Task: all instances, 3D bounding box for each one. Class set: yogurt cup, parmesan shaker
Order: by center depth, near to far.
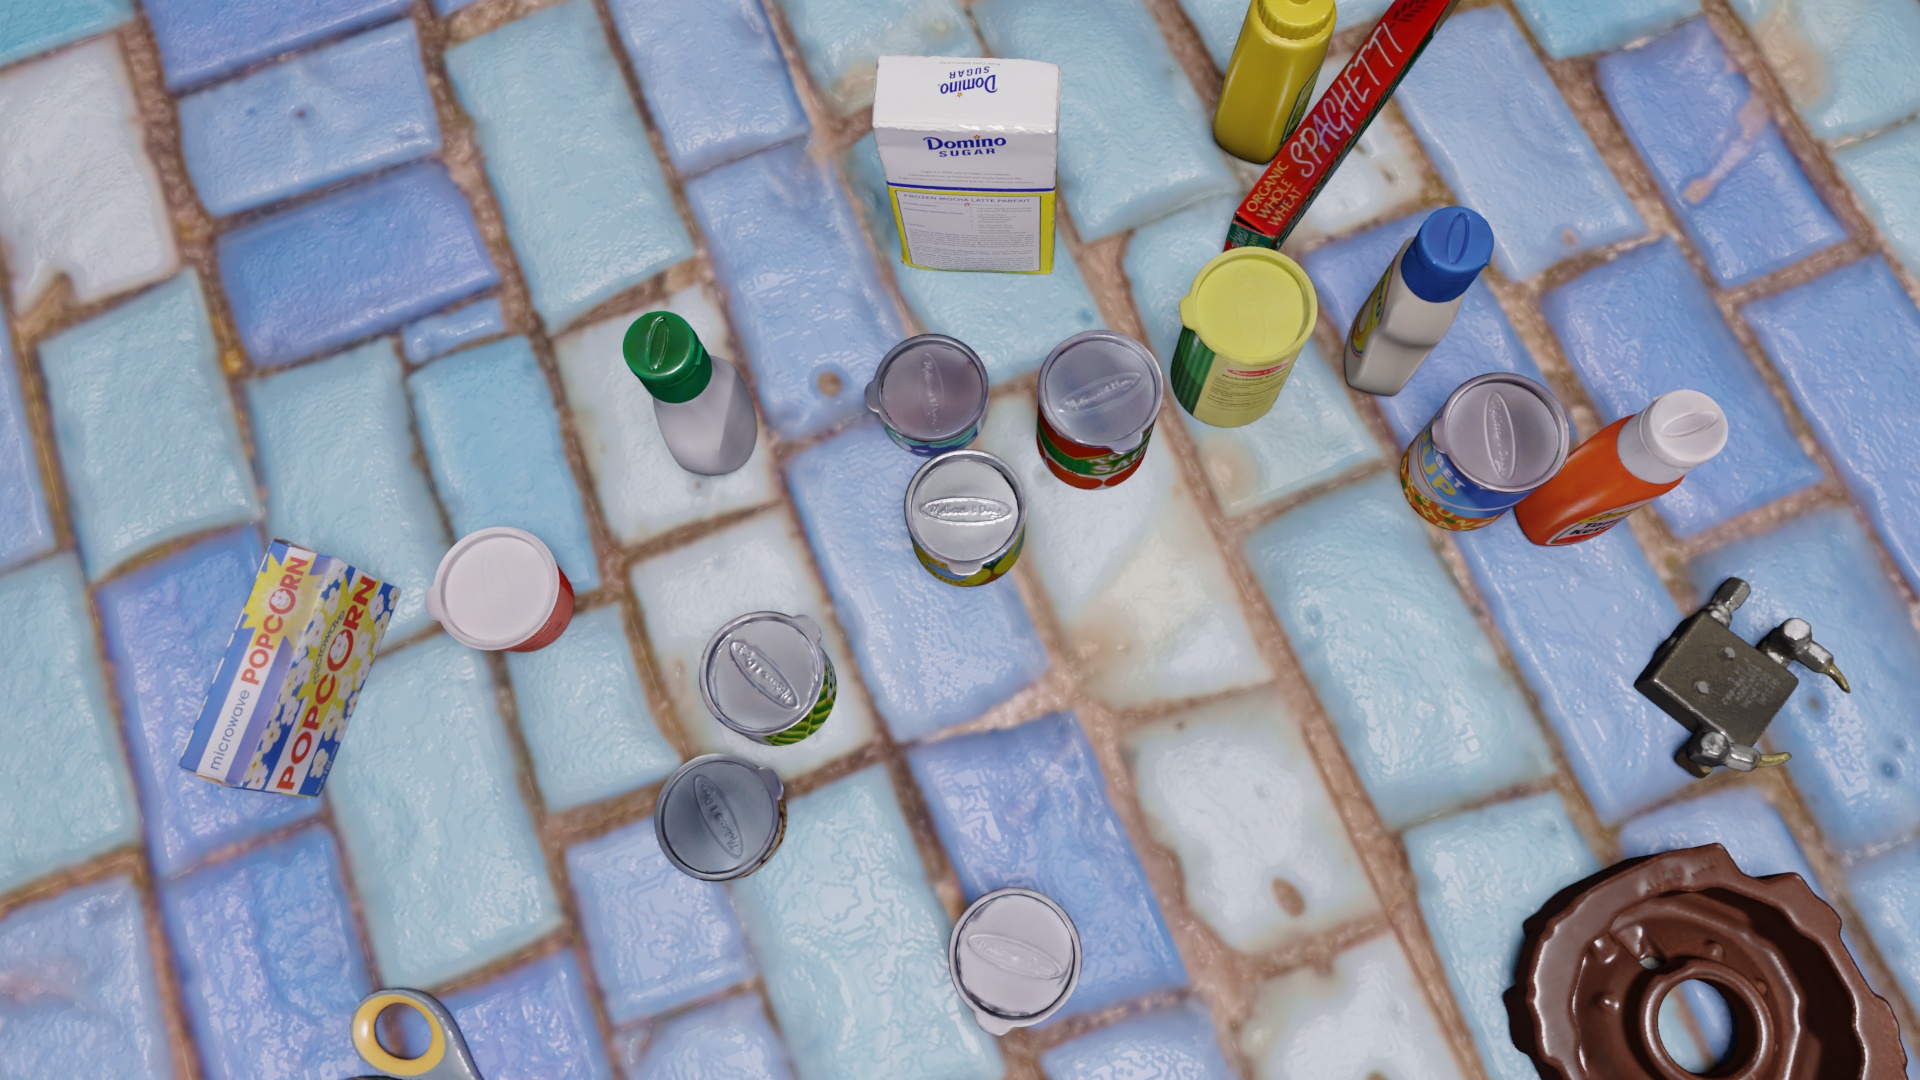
[{"bbox_3d":[0.150,-0.109,0.767,0.071,0.103,0.071,0,76,2],"label":"parmesan shaker"},{"bbox_3d":[-0.248,0.031,0.769,0.072,0.054,0.072,0,75,2],"label":"yogurt cup"}]

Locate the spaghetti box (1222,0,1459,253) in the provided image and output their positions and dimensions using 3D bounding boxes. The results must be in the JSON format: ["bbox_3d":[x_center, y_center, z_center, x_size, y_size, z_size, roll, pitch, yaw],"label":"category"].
[{"bbox_3d":[0.238,-0.267,0.833,0.029,0.050,0.250,35,79,10],"label":"spaghetti box"}]

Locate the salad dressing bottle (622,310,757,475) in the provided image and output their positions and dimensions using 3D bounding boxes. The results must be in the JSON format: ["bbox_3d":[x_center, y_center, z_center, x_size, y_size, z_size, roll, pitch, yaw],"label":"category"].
[{"bbox_3d":[-0.144,-0.078,0.746,0.044,0.147,0.064,7,76,4],"label":"salad dressing bottle"}]

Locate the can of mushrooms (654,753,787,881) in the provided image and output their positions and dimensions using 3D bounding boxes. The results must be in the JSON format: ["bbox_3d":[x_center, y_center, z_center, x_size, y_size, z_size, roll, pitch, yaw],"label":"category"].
[{"bbox_3d":[-0.125,0.147,0.744,0.071,0.033,0.071,0,75,2],"label":"can of mushrooms"}]

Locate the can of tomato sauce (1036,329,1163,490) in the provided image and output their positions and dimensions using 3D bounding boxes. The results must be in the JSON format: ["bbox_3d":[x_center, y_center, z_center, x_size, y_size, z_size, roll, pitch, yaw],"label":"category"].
[{"bbox_3d":[0.076,-0.068,0.769,0.071,0.083,0.071,0,76,2],"label":"can of tomato sauce"}]

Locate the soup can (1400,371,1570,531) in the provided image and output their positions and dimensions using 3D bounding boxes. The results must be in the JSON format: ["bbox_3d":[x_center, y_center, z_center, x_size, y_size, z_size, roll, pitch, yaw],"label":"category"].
[{"bbox_3d":[0.280,-0.046,0.756,0.071,0.083,0.071,0,76,2],"label":"soup can"}]

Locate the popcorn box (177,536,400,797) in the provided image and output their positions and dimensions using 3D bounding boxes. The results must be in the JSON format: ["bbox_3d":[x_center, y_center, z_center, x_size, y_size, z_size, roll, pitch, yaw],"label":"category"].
[{"bbox_3d":[-0.357,0.071,0.746,0.038,0.085,0.127,15,76,6],"label":"popcorn box"}]

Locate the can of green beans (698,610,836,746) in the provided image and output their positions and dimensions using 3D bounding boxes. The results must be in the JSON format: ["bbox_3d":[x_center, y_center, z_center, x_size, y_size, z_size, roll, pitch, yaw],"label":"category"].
[{"bbox_3d":[-0.102,0.076,0.750,0.071,0.057,0.071,0,75,2],"label":"can of green beans"}]

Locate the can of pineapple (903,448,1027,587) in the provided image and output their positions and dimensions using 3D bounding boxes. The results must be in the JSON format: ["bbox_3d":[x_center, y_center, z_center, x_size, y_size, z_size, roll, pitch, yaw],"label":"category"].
[{"bbox_3d":[0.003,-0.010,0.769,0.071,0.057,0.071,0,75,2],"label":"can of pineapple"}]

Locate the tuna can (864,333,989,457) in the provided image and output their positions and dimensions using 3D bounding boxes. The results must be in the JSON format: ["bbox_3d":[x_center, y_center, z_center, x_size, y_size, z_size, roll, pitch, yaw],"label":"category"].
[{"bbox_3d":[-0.019,-0.082,0.802,0.071,0.032,0.071,0,75,2],"label":"tuna can"}]

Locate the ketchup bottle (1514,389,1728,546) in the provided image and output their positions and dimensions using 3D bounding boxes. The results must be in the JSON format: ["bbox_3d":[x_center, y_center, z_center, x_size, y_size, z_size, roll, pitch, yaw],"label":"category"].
[{"bbox_3d":[0.341,-0.037,0.718,0.065,0.148,0.043,-19,76,-3],"label":"ketchup bottle"}]

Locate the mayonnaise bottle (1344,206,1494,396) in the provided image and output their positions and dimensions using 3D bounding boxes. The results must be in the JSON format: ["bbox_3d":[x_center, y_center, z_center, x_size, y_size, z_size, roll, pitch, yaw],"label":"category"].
[{"bbox_3d":[0.244,-0.130,0.746,0.041,0.147,0.065,15,77,6],"label":"mayonnaise bottle"}]

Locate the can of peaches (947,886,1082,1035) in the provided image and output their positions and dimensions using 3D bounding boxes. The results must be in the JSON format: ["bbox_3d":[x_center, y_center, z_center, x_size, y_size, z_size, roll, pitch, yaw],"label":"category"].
[{"bbox_3d":[0.027,0.213,0.709,0.071,0.058,0.071,0,75,2],"label":"can of peaches"}]

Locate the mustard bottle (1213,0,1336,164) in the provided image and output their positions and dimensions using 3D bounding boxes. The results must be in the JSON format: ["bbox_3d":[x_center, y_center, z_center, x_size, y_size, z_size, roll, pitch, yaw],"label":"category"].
[{"bbox_3d":[0.180,-0.274,0.780,0.049,0.160,0.065,28,78,9],"label":"mustard bottle"}]
